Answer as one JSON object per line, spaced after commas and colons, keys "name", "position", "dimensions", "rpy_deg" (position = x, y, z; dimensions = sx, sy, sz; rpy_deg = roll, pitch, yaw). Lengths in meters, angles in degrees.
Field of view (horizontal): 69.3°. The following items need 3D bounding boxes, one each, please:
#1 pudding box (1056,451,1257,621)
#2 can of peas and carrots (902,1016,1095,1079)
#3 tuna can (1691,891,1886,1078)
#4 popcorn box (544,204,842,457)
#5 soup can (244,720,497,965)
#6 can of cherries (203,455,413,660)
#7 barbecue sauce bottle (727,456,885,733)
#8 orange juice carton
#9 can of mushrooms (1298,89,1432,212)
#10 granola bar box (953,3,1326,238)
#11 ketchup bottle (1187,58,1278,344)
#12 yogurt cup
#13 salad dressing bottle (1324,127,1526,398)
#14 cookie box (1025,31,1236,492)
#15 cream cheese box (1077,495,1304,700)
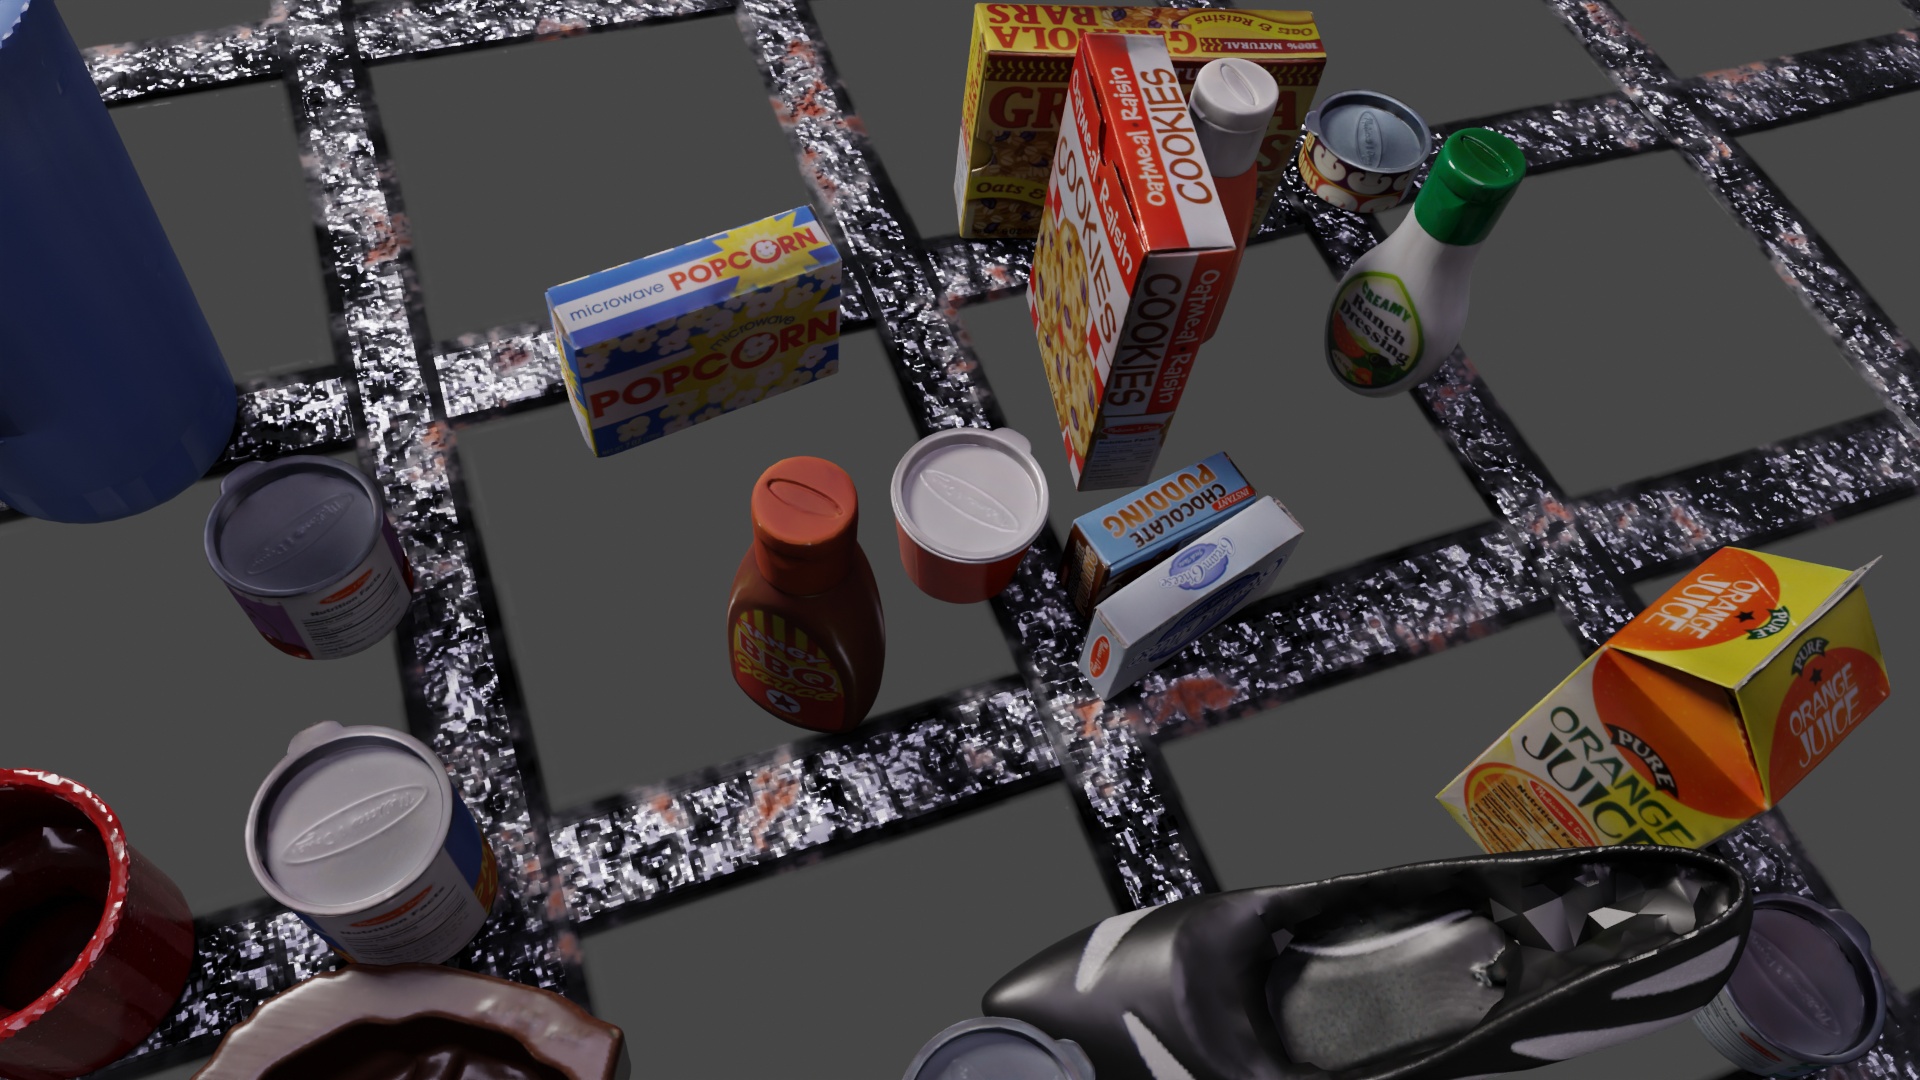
{"name": "pudding box", "position": [0.087, -0.002, 0.620], "dimensions": [0.084, 0.049, 0.030], "rpy_deg": [-25, 65, -20]}
{"name": "can of peas and carrots", "position": [0.011, 0.204, 0.481], "dimensions": [0.071, 0.058, 0.071], "rpy_deg": [3, 59, -5]}
{"name": "tuna can", "position": [0.325, 0.174, 0.550], "dimensions": [0.071, 0.032, 0.071], "rpy_deg": [3, 59, -5]}
{"name": "popcorn box", "position": [-0.118, -0.094, 0.633], "dimensions": [0.127, 0.084, 0.038], "rpy_deg": [-23, 64, -19]}
{"name": "soup can", "position": [-0.208, 0.111, 0.499], "dimensions": [0.071, 0.083, 0.071], "rpy_deg": [3, 59, -5]}
{"name": "can of cherries", "position": [-0.266, 0.006, 0.571], "dimensions": [0.071, 0.058, 0.072], "rpy_deg": [3, 59, -5]}
{"name": "barbecue sauce bottle", "position": [-0.059, 0.023, 0.531], "dimensions": [0.065, 0.147, 0.044], "rpy_deg": [24, 60, 8]}
{"name": "orange juice carton", "position": [0.259, 0.071, 0.512], "dimensions": [0.072, 0.191, 0.073], "rpy_deg": [-30, 67, -22]}
{"name": "can of mushrooms", "position": [0.223, -0.218, 0.777], "dimensions": [0.071, 0.033, 0.071], "rpy_deg": [3, 59, -5]}
{"name": "granola bar box", "position": [0.085, -0.207, 0.702], "dimensions": [0.166, 0.123, 0.039], "rpy_deg": [-2, 59, -7]}
{"name": "ketchup bottle", "position": [0.112, -0.158, 0.661], "dimensions": [0.043, 0.148, 0.065], "rpy_deg": [-19, 63, -17]}
{"name": "yogurt cup", "position": [0.002, -0.008, 0.612], "dimensions": [0.072, 0.053, 0.073], "rpy_deg": [3, 59, -5]}
{"name": "salad dressing bottle", "position": [0.217, -0.127, 0.654], "dimensions": [0.044, 0.147, 0.064], "rpy_deg": [-32, 67, -22]}
{"name": "cookie box", "position": [0.069, -0.119, 0.621], "dimensions": [0.040, 0.166, 0.123], "rpy_deg": [-6, 60, -10]}
{"name": "cream cheese box", "position": [0.099, 0.025, 0.603], "dimensions": [0.104, 0.053, 0.024], "rpy_deg": [-31, 67, -22]}
